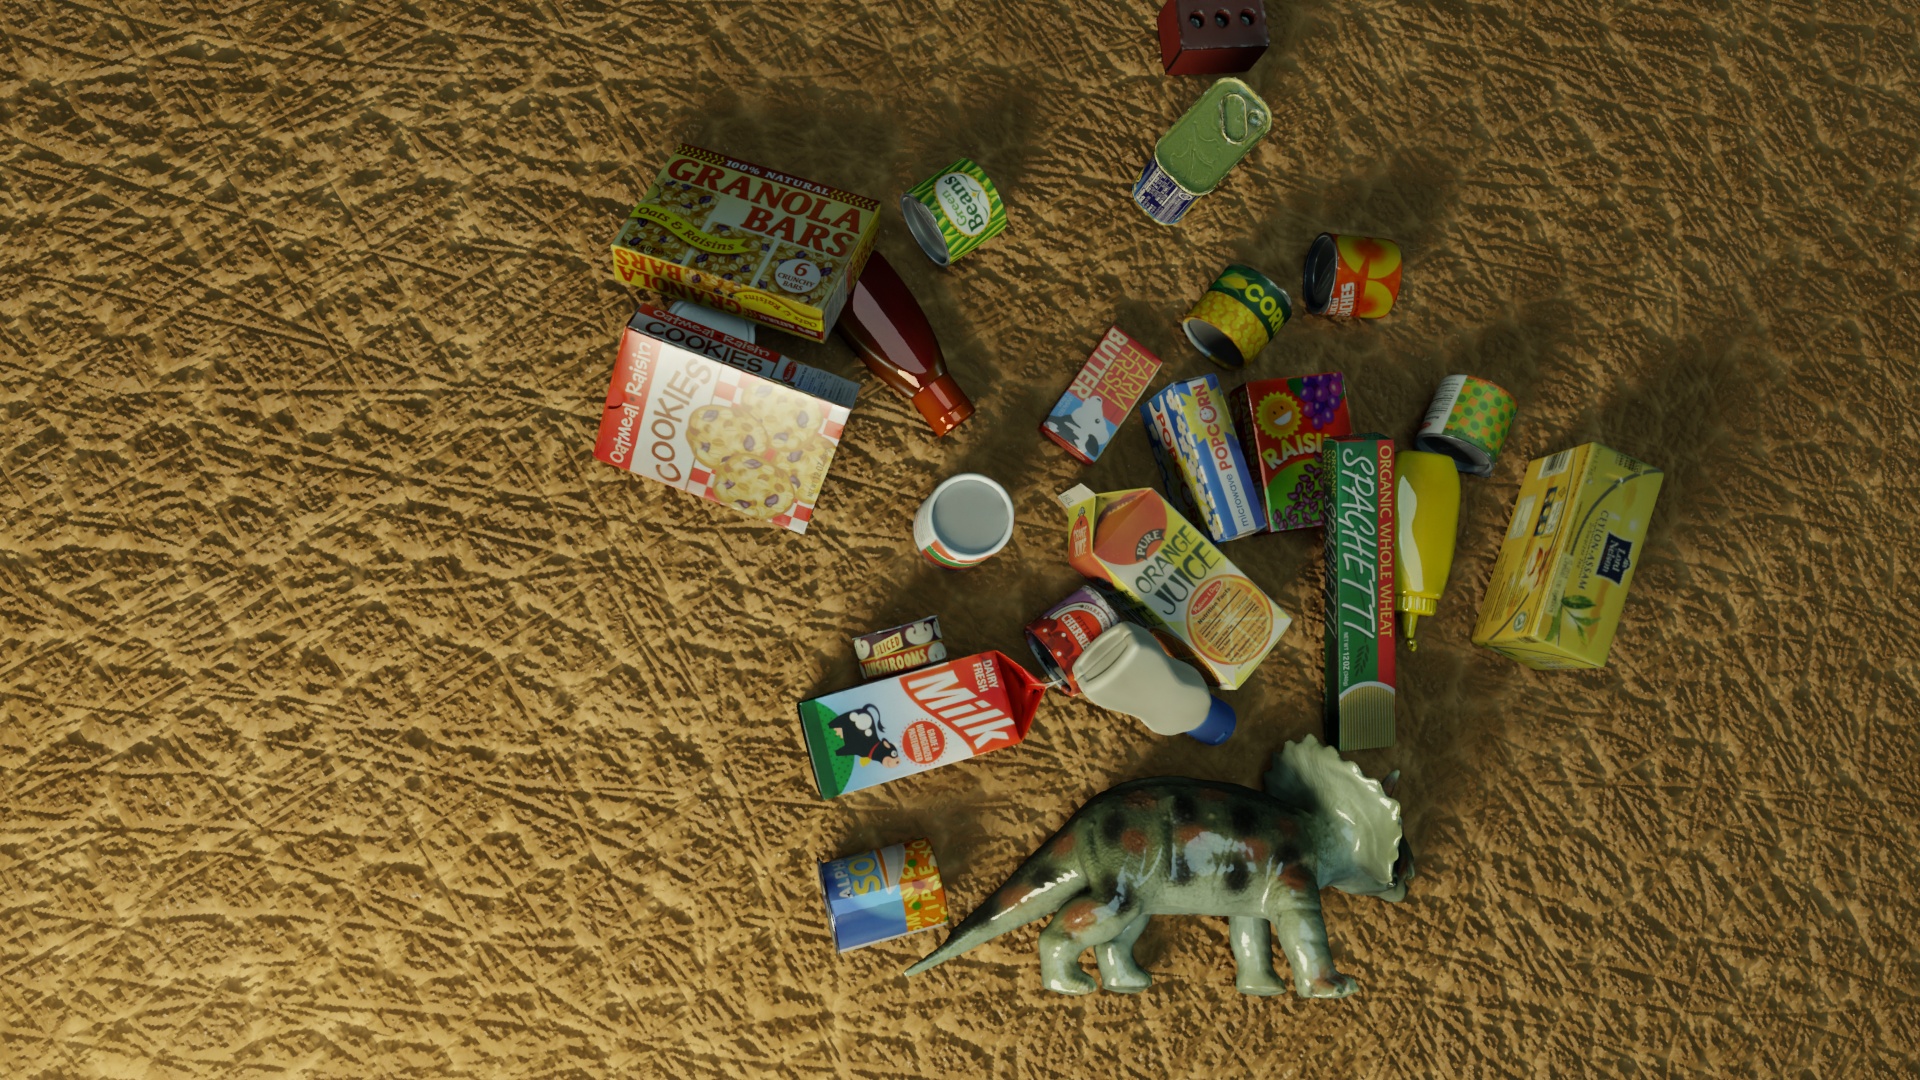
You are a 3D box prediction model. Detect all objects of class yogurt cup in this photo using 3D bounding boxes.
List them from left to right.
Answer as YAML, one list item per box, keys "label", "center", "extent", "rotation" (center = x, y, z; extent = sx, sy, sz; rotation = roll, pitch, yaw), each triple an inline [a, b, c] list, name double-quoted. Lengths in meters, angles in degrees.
- label: "yogurt cup"
  center: [-0.190, -0.150, 1.050]
  extent: [0.072, 0.054, 0.072]
  rotation: [1, 83, -9]

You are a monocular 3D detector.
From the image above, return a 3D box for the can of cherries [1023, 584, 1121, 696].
- label: "can of cherries"
  center: [0.090, 0.076, 1.058]
  extent: [0.058, 0.071, 0.071]
  rotation: [-33, 89, -11]

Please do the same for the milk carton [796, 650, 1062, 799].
- label: "milk carton"
  center: [-0.021, 0.130, 1.033]
  extent: [0.191, 0.072, 0.073]
  rotation: [-14, 85, -11]

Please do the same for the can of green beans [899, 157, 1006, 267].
- label: "can of green beans"
  center: [-0.005, -0.257, 1.087]
  extent: [0.058, 0.071, 0.071]
  rotation: [-35, 90, -11]

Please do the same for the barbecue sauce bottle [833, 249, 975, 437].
- label: "barbecue sauce bottle"
  center: [-0.046, -0.149, 1.079]
  extent: [0.065, 0.043, 0.148]
  rotation: [-37, 90, -16]

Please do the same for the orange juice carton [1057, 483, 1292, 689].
- label: "orange juice carton"
  center: [0.154, 0.026, 1.074]
  extent: [0.192, 0.071, 0.073]
  rotation: [43, 79, -2]

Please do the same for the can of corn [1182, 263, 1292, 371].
- label: "can of corn"
  center: [0.222, -0.177, 1.111]
  extent: [0.071, 0.071, 0.058]
  rotation: [41, 80, -2]

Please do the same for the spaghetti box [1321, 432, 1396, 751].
- label: "spaghetti box"
  center: [0.313, 0.041, 1.093]
  extent: [0.050, 0.029, 0.249]
  rotation: [-4, 97, -10]

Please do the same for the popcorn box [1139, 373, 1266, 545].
- label: "popcorn box"
  center: [0.187, -0.059, 1.083]
  extent: [0.038, 0.085, 0.126]
  rotation: [-17, 86, -12]

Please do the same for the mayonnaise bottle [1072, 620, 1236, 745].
- label: "mayonnaise bottle"
  center: [0.152, 0.114, 1.044]
  extent: [0.064, 0.041, 0.148]
  rotation: [-44, 130, 17]

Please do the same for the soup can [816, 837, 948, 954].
- label: "soup can"
  center: [-0.058, 0.256, 1.013]
  extent: [0.084, 0.071, 0.071]
  rotation: [-12, 85, -11]

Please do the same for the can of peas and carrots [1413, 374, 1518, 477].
- label: "can of peas and carrots"
  center: [0.415, -0.093, 1.134]
  extent: [0.071, 0.071, 0.059]
  rotation: [27, 79, -5]

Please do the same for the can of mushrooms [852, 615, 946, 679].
- label: "can of mushrooms"
  center: [-0.046, 0.080, 1.036]
  extent: [0.071, 0.071, 0.033]
  rotation: [-14, 87, -10]

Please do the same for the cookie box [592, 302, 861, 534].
- label: "cookie box"
  center: [-0.172, -0.087, 1.014]
  extent: [0.167, 0.122, 0.040]
  rotation: [20, 37, -6]

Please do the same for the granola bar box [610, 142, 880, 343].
- label: "granola bar box"
  center: [-0.157, -0.224, 1.033]
  extent: [0.166, 0.038, 0.125]
  rotation: [18, 55, 5]

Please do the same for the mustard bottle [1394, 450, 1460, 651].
- label: "mustard bottle"
  center: [0.365, 0.009, 1.122]
  extent: [0.065, 0.048, 0.160]
  rotation: [7, 83, -8]

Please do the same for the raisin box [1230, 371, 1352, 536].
- label: "raisin box"
  center: [0.273, -0.070, 1.122]
  extent: [0.086, 0.040, 0.123]
  rotation: [-8, 85, -9]

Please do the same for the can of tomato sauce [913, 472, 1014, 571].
- label: "can of tomato sauce"
  center: [0.004, -0.013, 1.049]
  extent: [0.071, 0.083, 0.071]
  rotation: [1, 83, -8]

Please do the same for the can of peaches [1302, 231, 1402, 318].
- label: "can of peaches"
  center: [0.320, -0.214, 1.133]
  extent: [0.058, 0.071, 0.071]
  rotation: [3, 83, -9]

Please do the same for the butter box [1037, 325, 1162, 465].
- label: "butter box"
  center: [0.112, -0.116, 1.109]
  extent: [0.053, 0.024, 0.103]
  rotation: [35, 79, -4]
